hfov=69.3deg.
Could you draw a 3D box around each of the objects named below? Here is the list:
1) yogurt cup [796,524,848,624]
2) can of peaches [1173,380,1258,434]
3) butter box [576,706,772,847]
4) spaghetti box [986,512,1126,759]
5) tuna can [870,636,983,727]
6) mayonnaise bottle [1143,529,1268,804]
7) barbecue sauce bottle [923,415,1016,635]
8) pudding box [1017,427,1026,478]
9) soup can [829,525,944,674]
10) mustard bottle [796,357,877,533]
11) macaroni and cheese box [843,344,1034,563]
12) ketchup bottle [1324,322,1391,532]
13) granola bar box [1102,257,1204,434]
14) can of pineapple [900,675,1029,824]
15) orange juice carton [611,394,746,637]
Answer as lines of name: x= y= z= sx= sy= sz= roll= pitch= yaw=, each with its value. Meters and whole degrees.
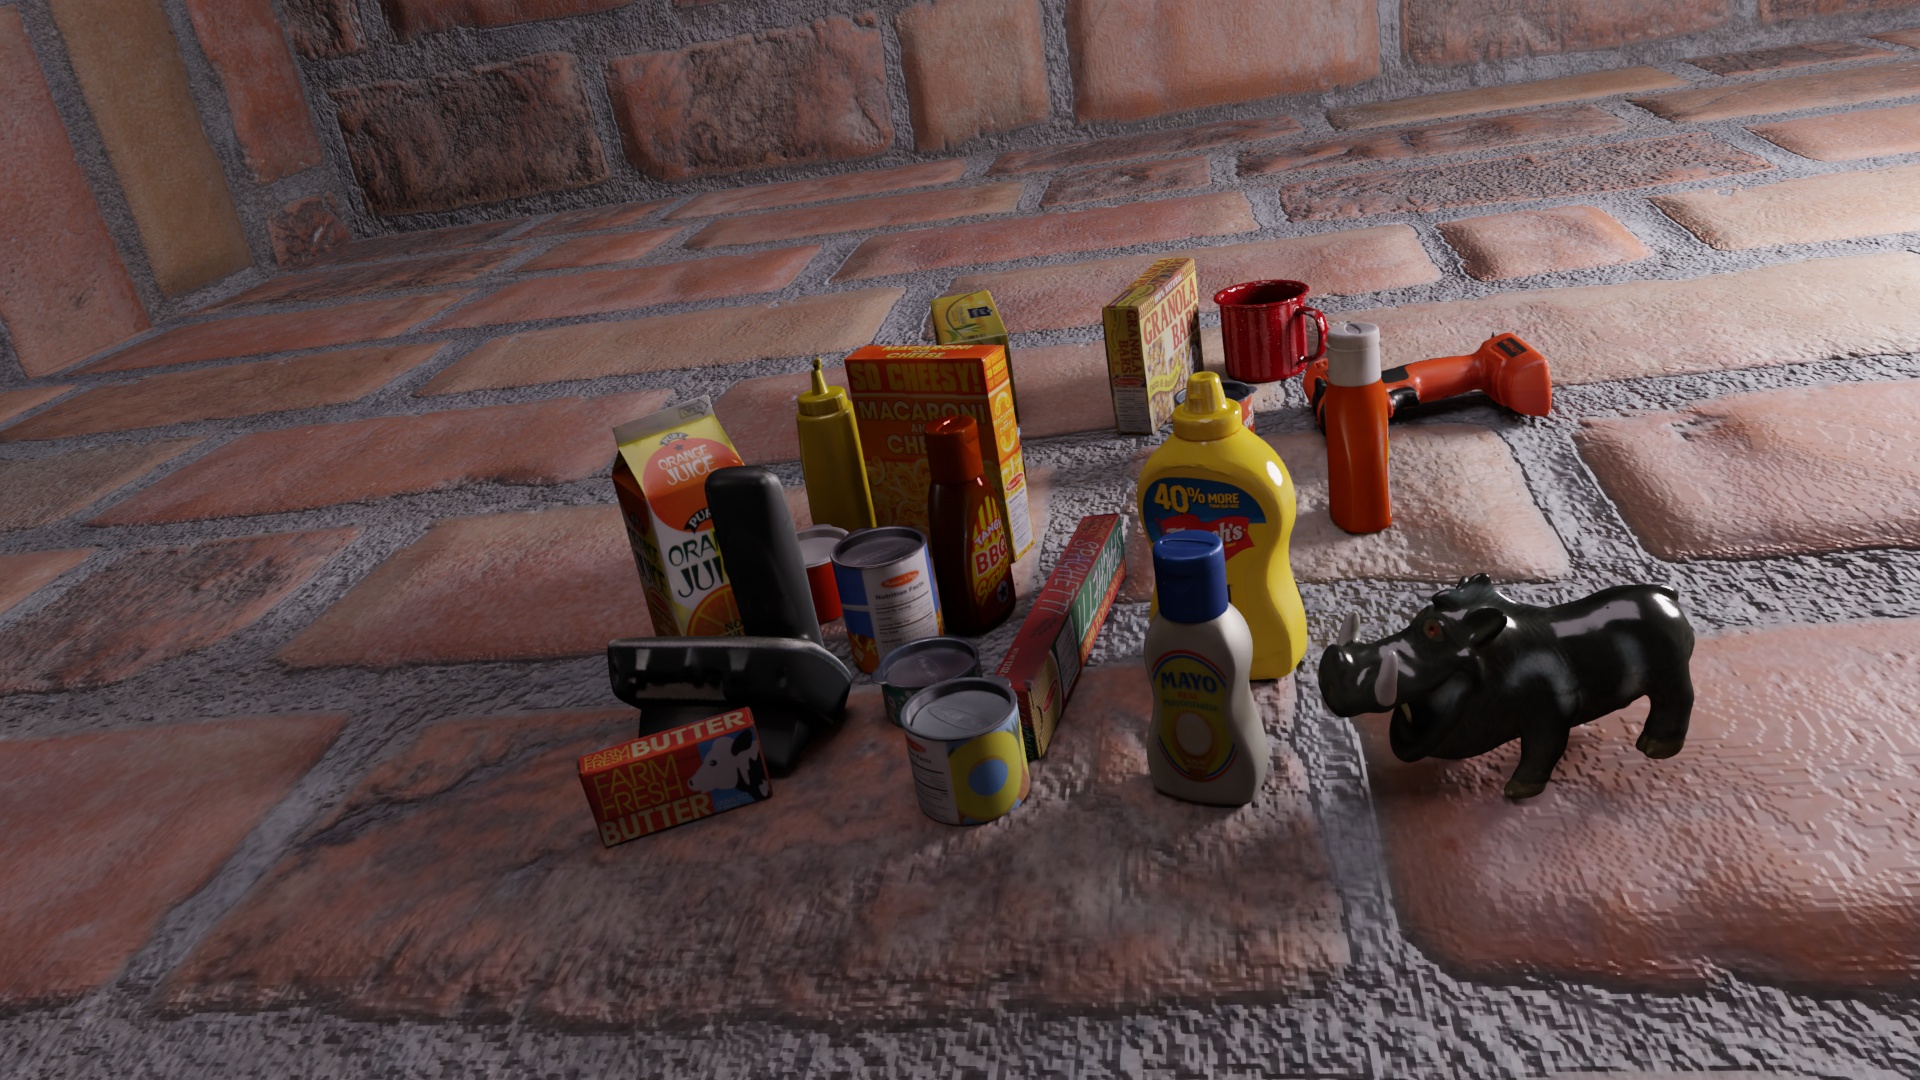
yogurt cup: x=-0.109 y=0.027 z=1.037 sx=0.072 sy=0.053 sz=0.073 roll=-8 pitch=23 yaw=4
can of peaches: x=0.221 y=-0.099 z=1.192 sx=0.071 sy=0.057 sz=0.071 roll=-8 pitch=23 yaw=4
butter box: x=-0.166 y=0.138 z=0.810 sx=0.104 sy=0.053 sz=0.024 roll=-15 pitch=24 yaw=-13
spaghetti box: x=0.069 y=0.054 z=0.912 sx=0.028 sy=0.050 sz=0.251 roll=-1 pitch=25 yaw=20
tuna can: x=-0.020 y=0.091 z=0.884 sx=0.071 sy=0.032 sz=0.071 roll=-8 pitch=24 yaw=4
mayonnaise bottle: x=0.126 y=0.068 z=0.737 sx=0.065 sy=0.147 sz=0.041 roll=4 pitch=27 yaw=28
barbecue sauce bottle: x=0.003 y=-0.012 z=0.965 sx=0.043 sy=0.148 sz=0.065 roll=5 pitch=27 yaw=31
pudding box: x=0.036 y=-0.059 z=1.183 sx=0.030 sy=0.049 sz=0.084 roll=-5 pitch=24 yaw=10
soup can: x=-0.050 y=0.040 z=0.949 sx=0.071 sy=0.083 sz=0.071 roll=-8 pitch=23 yaw=4
mustard bottle: x=-0.104 y=-0.074 z=1.132 sx=0.049 sy=0.159 sz=0.065 roll=-2 pitch=24 yaw=17
macaroni and cheese box: x=-0.016 y=-0.069 z=1.078 sx=0.123 sy=0.165 sz=0.040 roll=4 pitch=27 yaw=28
ketchup bottle: x=0.290 y=-0.083 z=1.017 sx=0.043 sy=0.148 sz=0.065 roll=-8 pitch=23 yaw=4
granola bar box: x=0.186 y=-0.187 z=1.322 sx=0.039 sy=0.123 sz=0.166 roll=3 pitch=26 yaw=27
can of pineapple: x=0.005 y=0.118 z=0.784 sx=0.071 sy=0.057 sz=0.071 roll=-8 pitch=23 yaw=4
orange juice carton: x=-0.183 y=0.000 z=0.954 sx=0.072 sy=0.191 sz=0.073 roll=-22 pitch=26 yaw=-26
